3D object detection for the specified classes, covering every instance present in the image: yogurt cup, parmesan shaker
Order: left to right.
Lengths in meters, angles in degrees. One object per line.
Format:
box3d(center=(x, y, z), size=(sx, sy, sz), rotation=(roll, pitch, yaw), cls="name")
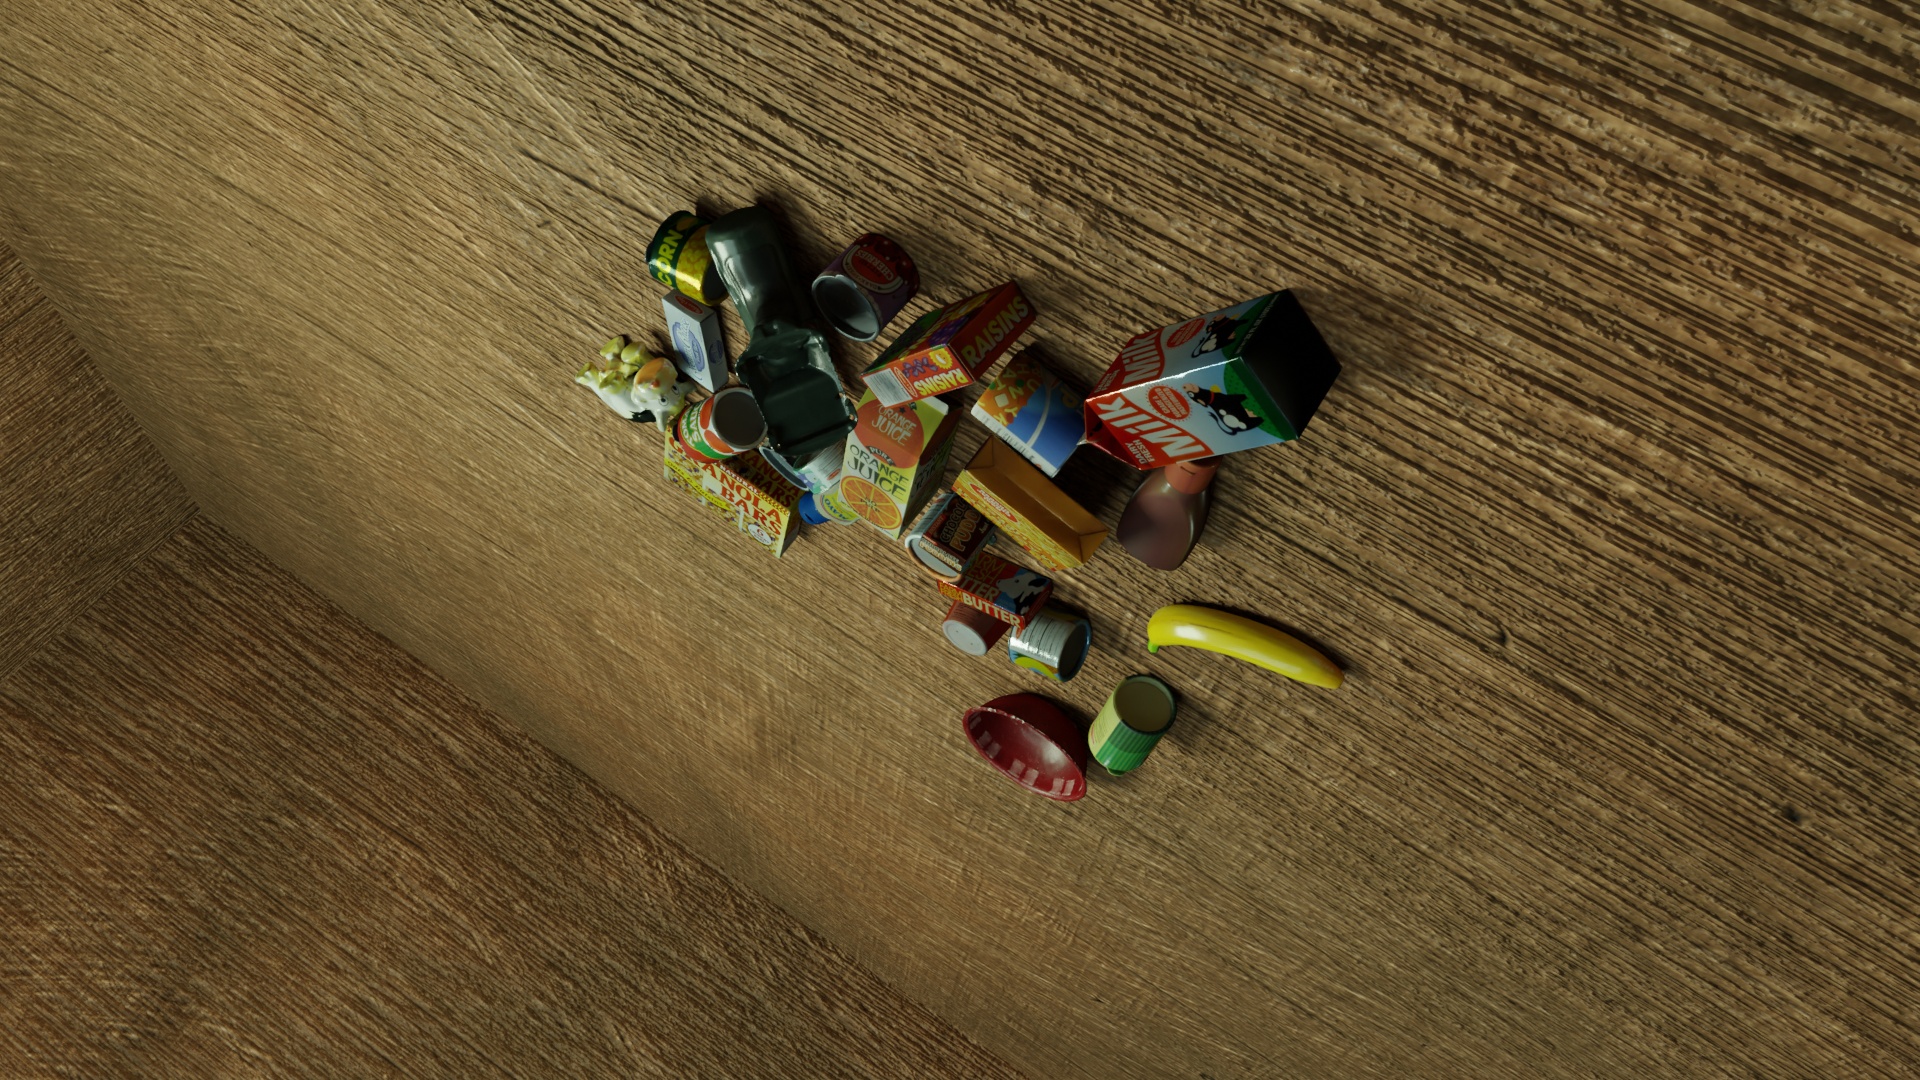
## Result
box3d(center=(0.018, 0.081, 1.428), size=(0.072, 0.054, 0.072), rotation=(27, 150, 17), cls="yogurt cup")
box3d(center=(0.172, 0.186, 1.389), size=(0.071, 0.071, 0.102), rotation=(33, 151, 9), cls="parmesan shaker")

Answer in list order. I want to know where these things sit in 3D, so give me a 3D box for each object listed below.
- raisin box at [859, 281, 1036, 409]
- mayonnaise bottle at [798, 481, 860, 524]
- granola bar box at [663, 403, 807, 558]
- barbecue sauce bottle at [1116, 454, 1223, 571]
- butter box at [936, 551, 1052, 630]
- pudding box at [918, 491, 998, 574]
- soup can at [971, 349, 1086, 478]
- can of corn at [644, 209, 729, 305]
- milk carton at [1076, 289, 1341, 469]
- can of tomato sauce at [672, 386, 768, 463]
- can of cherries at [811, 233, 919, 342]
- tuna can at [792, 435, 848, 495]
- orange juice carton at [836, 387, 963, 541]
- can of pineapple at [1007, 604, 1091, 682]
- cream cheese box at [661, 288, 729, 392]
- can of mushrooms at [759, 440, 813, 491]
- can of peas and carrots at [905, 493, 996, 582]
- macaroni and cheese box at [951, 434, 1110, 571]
box3d(center=(-0.011, -0.151, 1.081), size=(0.123, 0.086, 0.040), rotation=(-8, 123, 53), cls="raisin box")
box3d(center=(-0.115, -0.044, 1.406), size=(0.064, 0.041, 0.147), rotation=(45, 151, -19), cls="mayonnaise bottle")
box3d(center=(-0.249, -0.064, 1.533), size=(0.165, 0.039, 0.123), rotation=(35, 152, 5), cls="granola bar box")
box3d(center=(0.169, -0.033, 1.098), size=(0.065, 0.044, 0.147), rotation=(32, 151, 10), cls="barbecue sauce bottle")
box3d(center=(0.033, 0.045, 1.357), size=(0.103, 0.053, 0.024), rotation=(23, 146, 26), cls="butter box")
box3d(center=(0.005, -0.016, 1.268), size=(0.050, 0.084, 0.030), rotation=(34, 149, 7), cls="pudding box")
box3d(center=(0.062, -0.103, 1.096), size=(0.084, 0.072, 0.071), rotation=(39, 152, 0), cls="soup can")
box3d(center=(-0.230, -0.245, 1.208), size=(0.058, 0.071, 0.070), rotation=(28, 150, 15), cls="can of corn")
box3d(center=(0.159, -0.105, 0.971), size=(0.073, 0.073, 0.190), rotation=(49, 150, -21), cls="milk carton")
box3d(center=(-0.244, -0.118, 1.416), size=(0.071, 0.071, 0.083), rotation=(49, 149, -20), cls="can of tomato sauce")
box3d(center=(-0.075, -0.203, 1.107), size=(0.071, 0.058, 0.071), rotation=(29, 150, 18), cls="can of cherries")
box3d(center=(-0.129, -0.079, 1.348), size=(0.032, 0.071, 0.071), rotation=(49, 150, -19), cls="tuna can")
box3d(center=(-0.054, -0.086, 1.241), size=(0.072, 0.073, 0.191), rotation=(33, 151, 8), cls="orange juice carton")
box3d(center=(0.089, 0.100, 1.364), size=(0.058, 0.071, 0.070), rotation=(20, 147, 30), cls="can of pineapple")
box3d(center=(-0.258, -0.196, 1.358), size=(0.053, 0.024, 0.103), rotation=(35, 152, 21), cls="cream cheese box")
box3d(center=(-0.167, -0.084, 1.400), size=(0.071, 0.033, 0.071), rotation=(38, 166, 11), cls="can of mushrooms")
box3d(center=(-0.009, 0.000, 1.333), size=(0.071, 0.059, 0.070), rotation=(28, 151, 18), cls="can of peas and carrots")
box3d(center=(0.056, -0.028, 1.175), size=(0.124, 0.040, 0.166), rotation=(39, 175, -1), cls="macaroni and cheese box")
